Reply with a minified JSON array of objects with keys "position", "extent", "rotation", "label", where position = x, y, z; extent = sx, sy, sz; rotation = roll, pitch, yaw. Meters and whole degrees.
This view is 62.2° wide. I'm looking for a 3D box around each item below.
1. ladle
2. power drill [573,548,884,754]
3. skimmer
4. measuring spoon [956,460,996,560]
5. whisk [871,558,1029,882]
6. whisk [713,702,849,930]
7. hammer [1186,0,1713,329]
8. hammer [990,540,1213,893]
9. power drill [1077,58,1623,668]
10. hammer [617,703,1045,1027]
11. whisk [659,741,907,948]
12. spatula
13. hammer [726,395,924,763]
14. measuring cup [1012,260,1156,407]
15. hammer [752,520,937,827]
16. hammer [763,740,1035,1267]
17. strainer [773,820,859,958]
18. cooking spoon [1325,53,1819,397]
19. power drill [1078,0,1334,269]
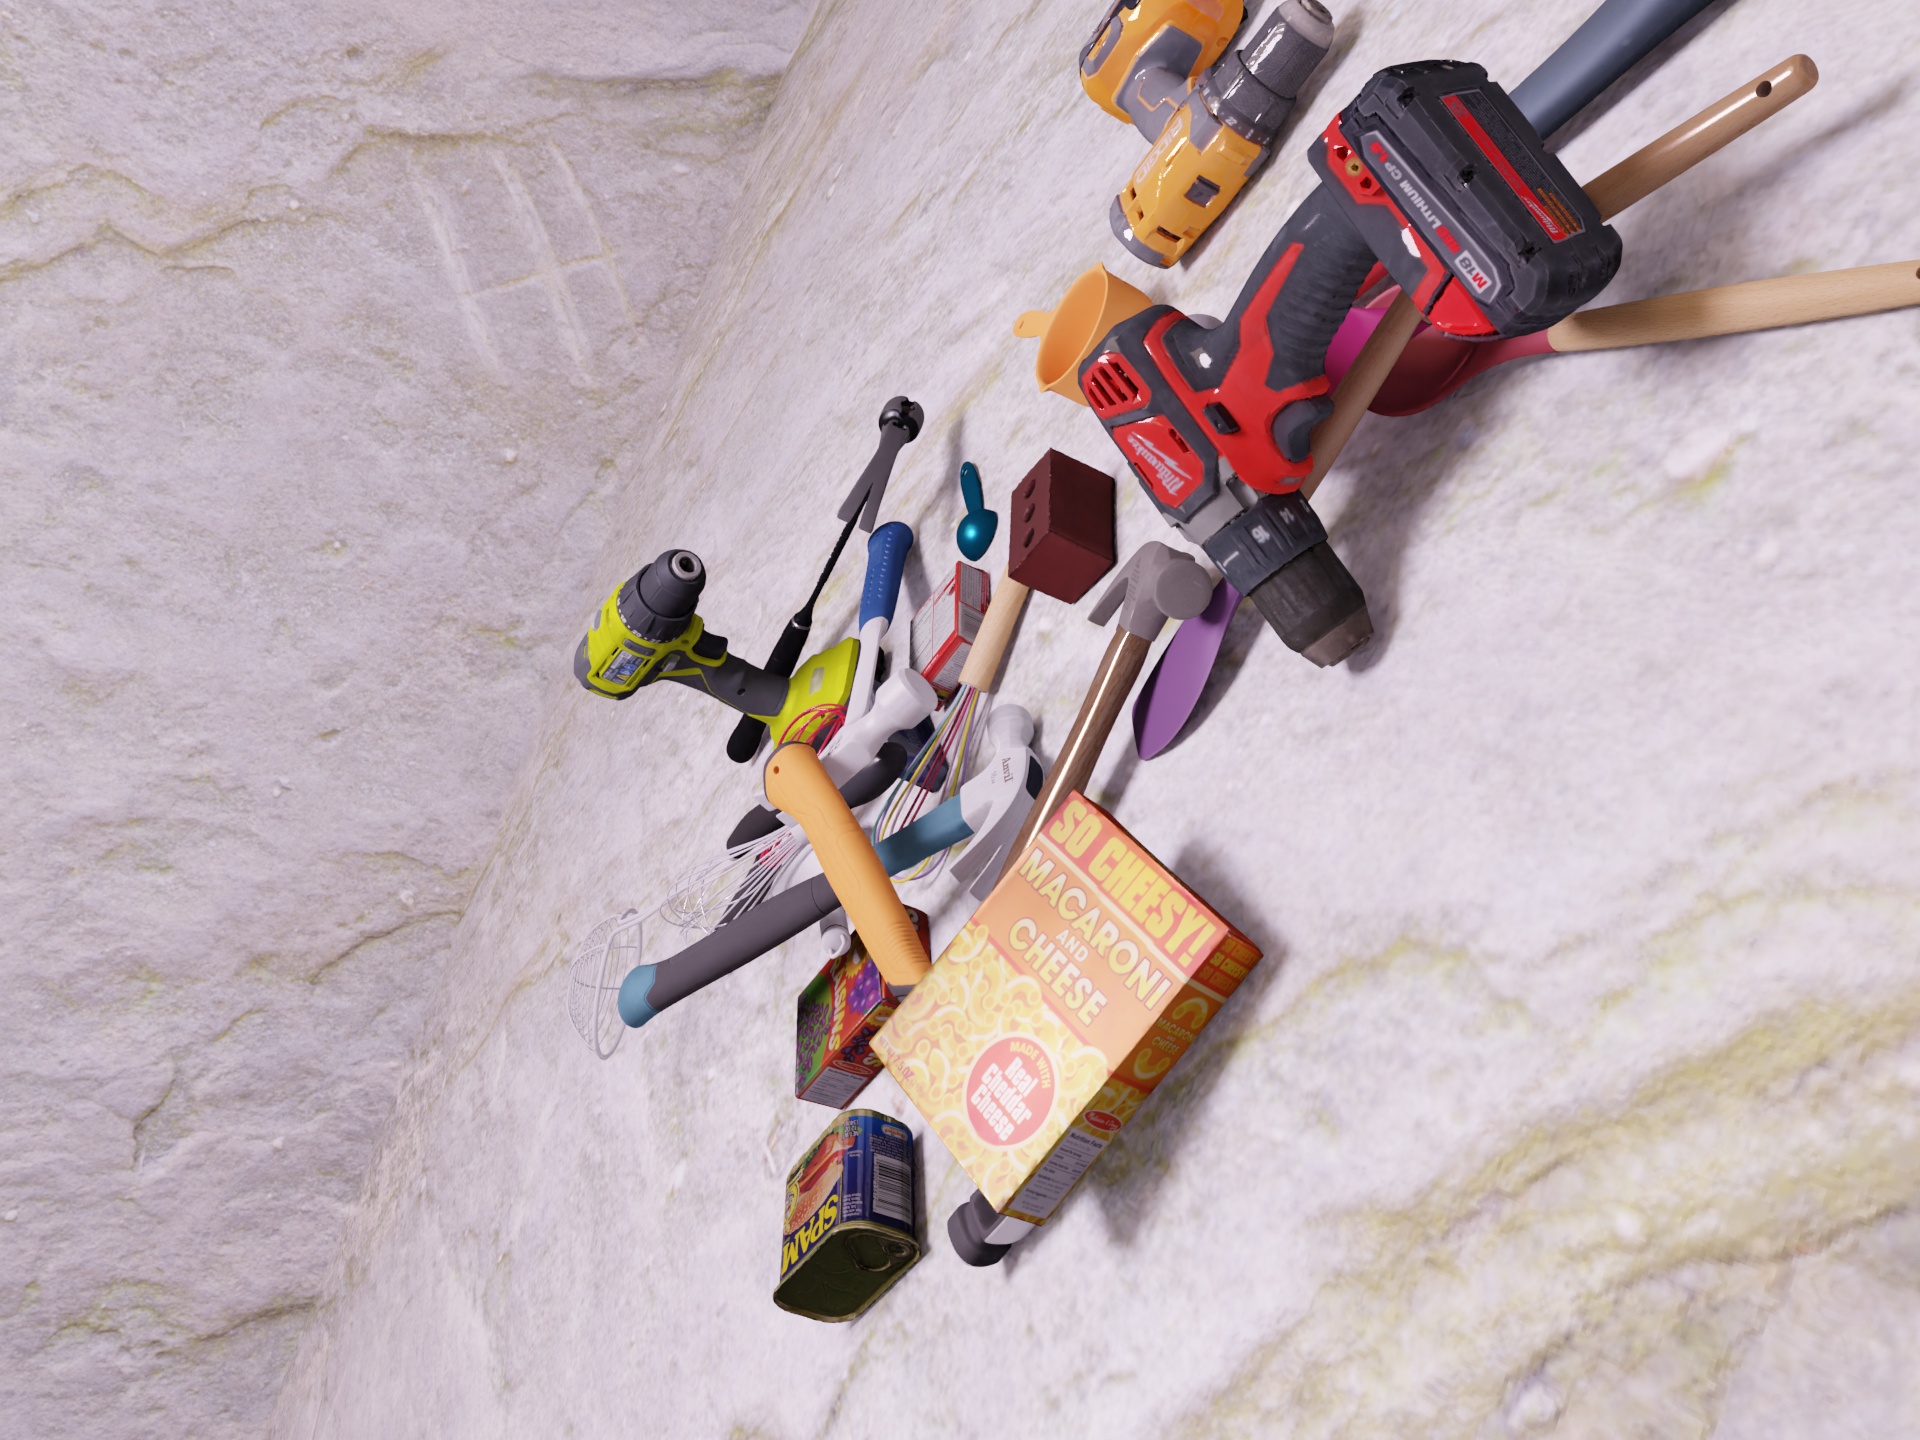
[{"position":[0.264,-0.163,0.652],"extent":[0.315,0.031,0.069],"rotation":[17,93,66],"label":"ladle"},{"position":[-0.181,-0.052,1.288],"extent":[0.190,0.228,0.080],"rotation":[-38,37,51],"label":"power drill"},{"position":[-0.201,0.152,1.288],"extent":[0.363,0.090,0.127],"rotation":[-37,21,28],"label":"skimmer"},{"position":[0.004,-0.172,1.250],"extent":[0.042,0.021,0.129],"rotation":[-54,27,30],"label":"measuring spoon"},{"position":[-0.004,-0.004,1.093],"extent":[0.245,0.051,0.047],"rotation":[-68,17,-7],"label":"whisk"},{"position":[-0.150,0.103,1.311],"extent":[0.295,0.073,0.073],"rotation":[-61,23,30],"label":"whisk"},{"position":[0.224,-0.239,0.797],"extent":[0.386,0.038,0.143],"rotation":[-37,39,52],"label":"hammer"},{"position":[0.051,0.054,0.898],"extent":[0.130,0.031,0.331],"rotation":[-104,38,-77],"label":"hammer"},{"position":[0.167,-0.143,0.686],"extent":[0.080,0.188,0.226],"rotation":[-28,-9,-42],"label":"power drill"},{"position":[-0.088,0.111,1.021],"extent":[0.331,0.033,0.128],"rotation":[-31,33,18],"label":"hammer"},{"position":[-0.126,0.091,1.134],"extent":[0.284,0.070,0.070],"rotation":[-38,36,38],"label":"whisk"},{"position":[0.153,-0.092,0.792],"extent":[0.060,0.018,0.315],"rotation":[-95,24,-44],"label":"spatula"},{"position":[-0.135,-0.095,1.411],"extent":[0.408,0.036,0.149],"rotation":[-58,10,43],"label":"hammer"},{"position":[0.084,-0.268,1.122],"extent":[0.095,0.052,0.174],"rotation":[-65,21,7],"label":"measuring cup"},{"position":[-0.070,-0.059,1.181],"extent":[0.144,0.035,0.406],"rotation":[-42,18,19],"label":"hammer"},{"position":[-0.031,0.127,0.893],"extent":[0.127,0.034,0.337],"rotation":[-56,47,26],"label":"hammer"},{"position":[-0.094,0.125,1.130],"extent":[0.087,0.050,0.258],"rotation":[-42,13,2],"label":"strainer"},{"position":[0.224,-0.192,0.698],"extent":[0.319,0.017,0.069],"rotation":[-27,72,57],"label":"cooking spoon"},{"position":[0.162,-0.436,1.065],"extent":[0.185,0.084,0.226],"rotation":[-48,34,39],"label":"power drill"}]
